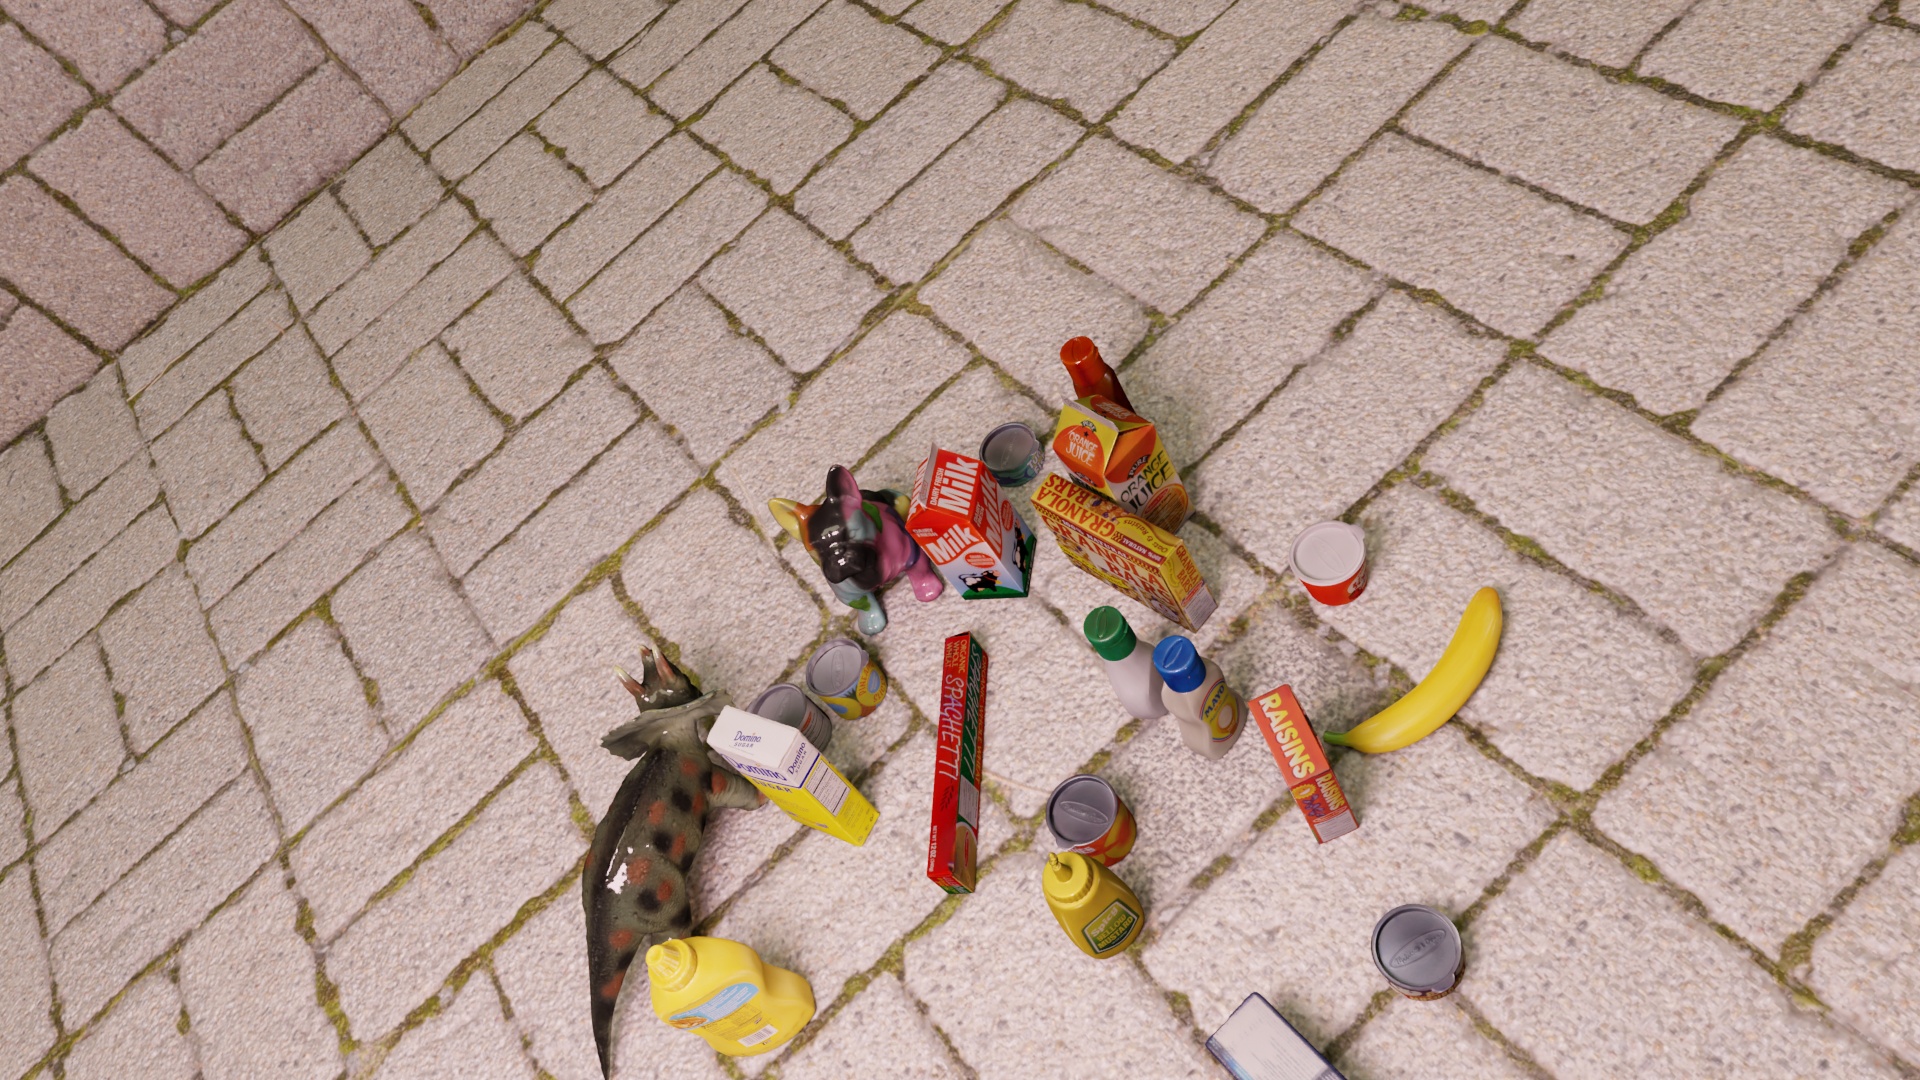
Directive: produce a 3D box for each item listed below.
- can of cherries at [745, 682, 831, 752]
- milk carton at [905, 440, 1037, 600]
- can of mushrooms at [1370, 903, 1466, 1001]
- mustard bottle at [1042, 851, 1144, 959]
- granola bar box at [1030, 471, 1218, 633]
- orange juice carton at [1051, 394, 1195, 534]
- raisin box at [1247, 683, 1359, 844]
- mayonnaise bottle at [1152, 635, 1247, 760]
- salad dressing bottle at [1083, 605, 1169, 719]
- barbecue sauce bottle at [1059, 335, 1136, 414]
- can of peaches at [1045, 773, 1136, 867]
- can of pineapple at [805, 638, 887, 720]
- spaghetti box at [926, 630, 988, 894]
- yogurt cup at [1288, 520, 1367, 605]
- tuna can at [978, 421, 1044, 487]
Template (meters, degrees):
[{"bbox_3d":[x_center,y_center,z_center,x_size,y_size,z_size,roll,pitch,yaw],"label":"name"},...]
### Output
[{"bbox_3d":[-0.174,0.186,1.409,0.071,0.058,0.072,-14,52,19],"label":"can of cherries"},{"bbox_3d":[0.005,-0.017,1.373,0.073,0.190,0.073,-4,56,25],"label":"milk carton"},{"bbox_3d":[0.351,0.316,1.059,0.071,0.033,0.071,-14,52,19],"label":"can of mushrooms"},{"bbox_3d":[0.100,0.289,1.125,0.065,0.159,0.049,-42,49,-4],"label":"mustard bottle"},{"bbox_3d":[0.154,0.012,1.319,0.166,0.123,0.039,31,75,39],"label":"granola bar box"},{"bbox_3d":[0.152,-0.070,1.332,0.073,0.192,0.072,-47,49,-9],"label":"orange juice carton"},{"bbox_3d":[0.280,0.183,1.131,0.040,0.123,0.086,-26,49,9],"label":"raisin box"},{"bbox_3d":[0.203,0.132,1.191,0.041,0.147,0.065,23,70,37],"label":"mayonnaise bottle"},{"bbox_3d":[0.150,0.108,1.236,0.044,0.147,0.064,-4,56,25],"label":"salad dressing bottle"},{"bbox_3d":[0.144,-0.149,1.423,0.043,0.148,0.065,-12,53,20],"label":"barbecue sauce bottle"},{"bbox_3d":[0.114,0.248,1.215,0.071,0.058,0.071,-14,52,19],"label":"can of peaches"},{"bbox_3d":[-0.114,0.141,1.410,0.071,0.057,0.071,-14,52,19],"label":"can of pineapple"},{"bbox_3d":[-0.001,0.206,1.310,0.028,0.050,0.251,-11,53,21],"label":"spaghetti box"},{"bbox_3d":[0.337,0.023,1.261,0.072,0.053,0.073,-14,52,19],"label":"yogurt cup"},{"bbox_3d":[0.058,-0.093,1.504,0.071,0.032,0.071,-14,52,19],"label":"tuna can"}]
